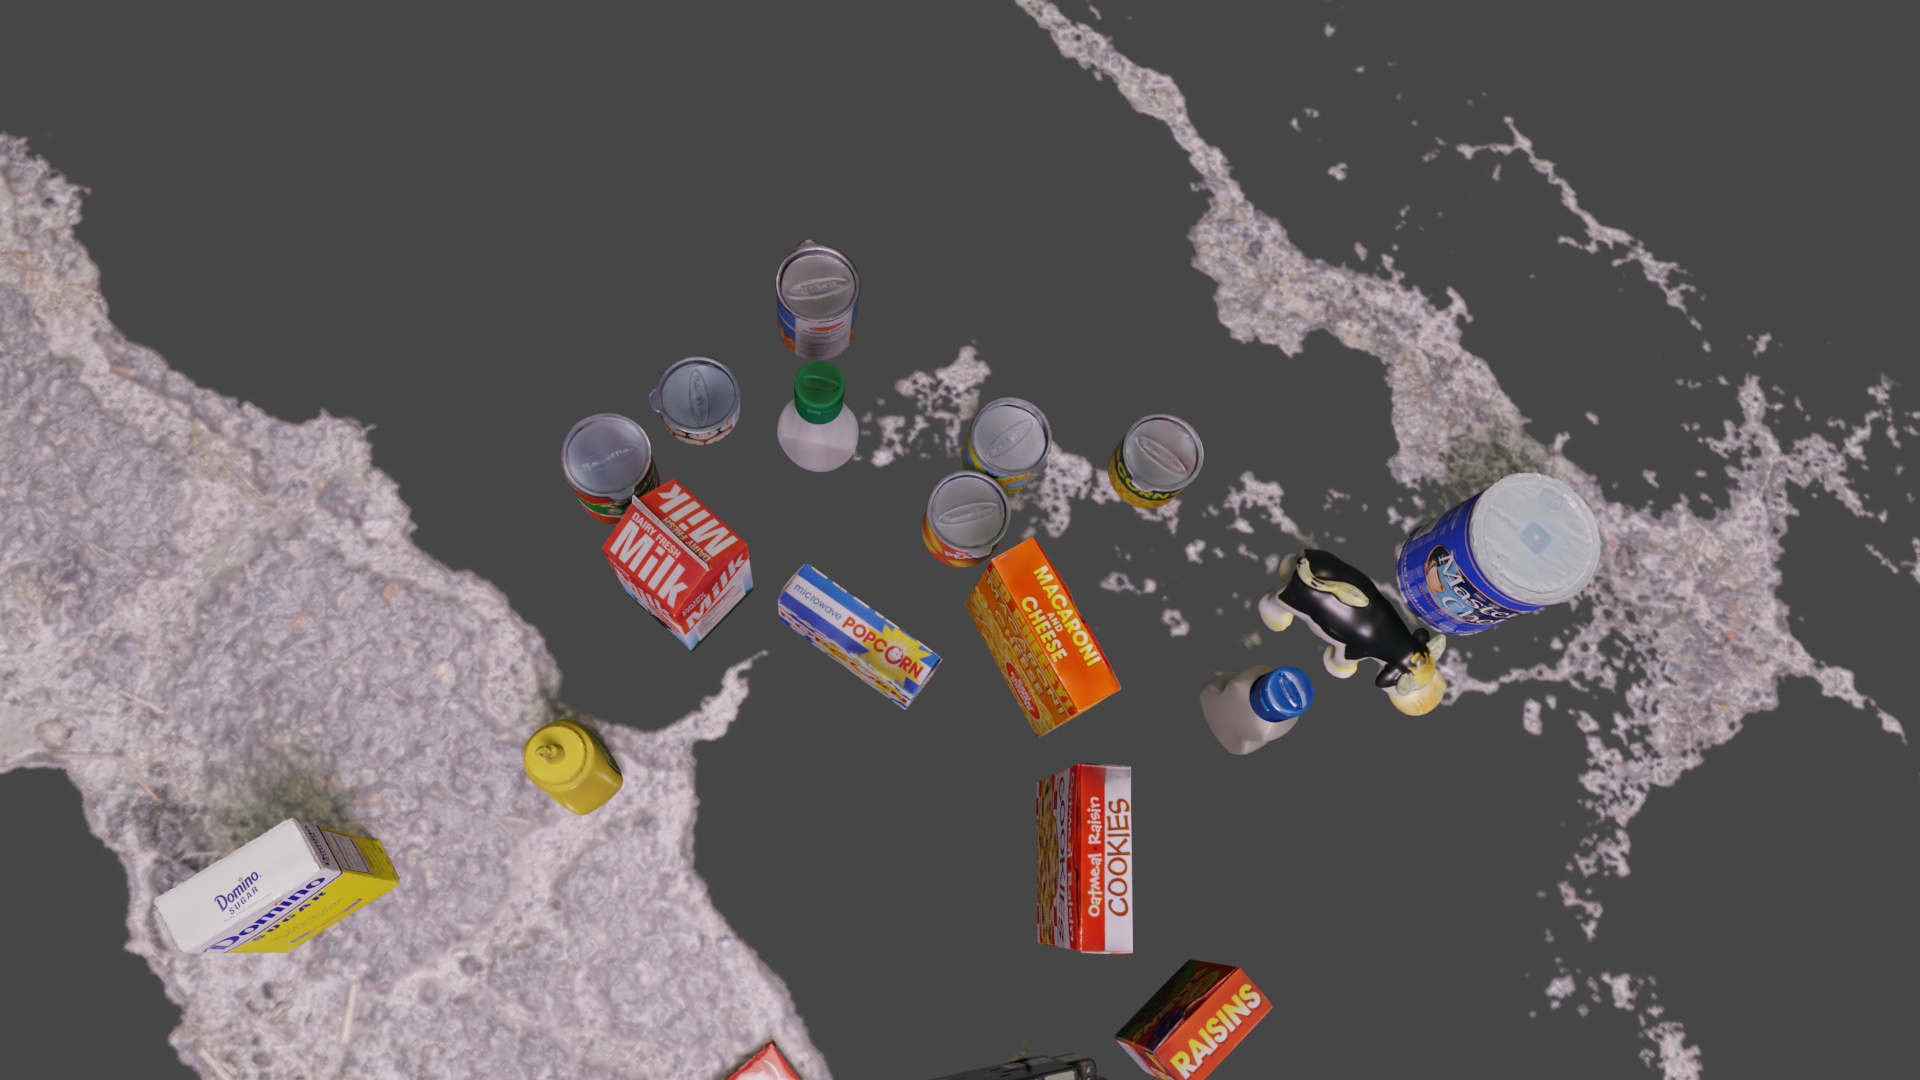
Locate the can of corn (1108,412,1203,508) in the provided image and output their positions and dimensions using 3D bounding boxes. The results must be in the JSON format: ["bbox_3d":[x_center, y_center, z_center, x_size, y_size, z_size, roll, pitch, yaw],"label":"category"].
[{"bbox_3d":[0.157,-0.062,1.137,0.071,0.058,0.071,2,75,-6],"label":"can of corn"}]

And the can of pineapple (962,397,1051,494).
[{"bbox_3d":[0.037,-0.074,1.126,0.071,0.057,0.071,2,75,-6],"label":"can of pineapple"}]

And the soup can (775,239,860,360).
[{"bbox_3d":[-0.116,-0.193,1.125,0.071,0.083,0.071,2,76,-6],"label":"soup can"}]

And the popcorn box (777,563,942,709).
[{"bbox_3d":[-0.079,0.074,1.059,0.127,0.085,0.038,35,75,3],"label":"popcorn box"}]

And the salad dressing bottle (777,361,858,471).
[{"bbox_3d":[-0.109,-0.094,1.067,0.064,0.147,0.044,12,75,-4],"label":"salad dressing bottle"}]

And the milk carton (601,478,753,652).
[{"bbox_3d":[-0.202,0.017,1.004,0.072,0.190,0.073,42,75,4],"label":"milk carton"}]

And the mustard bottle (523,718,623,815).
[{"bbox_3d":[-0.275,0.156,0.974,0.049,0.160,0.065,-38,83,-14],"label":"mustard bottle"}]

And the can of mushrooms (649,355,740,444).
[{"bbox_3d":[-0.213,-0.112,1.118,0.071,0.033,0.071,2,75,-7],"label":"can of mushrooms"}]

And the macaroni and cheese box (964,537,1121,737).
[{"bbox_3d":[0.057,0.075,1.033,0.040,0.166,0.124,-28,81,-13],"label":"macaroni and cheese box"}]

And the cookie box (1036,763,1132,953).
[{"bbox_3d":[0.085,0.229,0.996,0.040,0.167,0.123,2,76,-6],"label":"cookie box"}]

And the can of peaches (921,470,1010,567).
[{"bbox_3d":[0.004,-0.014,1.106,0.071,0.058,0.071,2,75,-6],"label":"can of peaches"}]

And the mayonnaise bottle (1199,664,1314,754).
[{"bbox_3d":[0.225,0.124,1.050,0.041,0.147,0.065,-25,80,-12],"label":"mayonnaise bottle"}]

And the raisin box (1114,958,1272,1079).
[{"bbox_3d":[0.165,0.345,0.998,0.086,0.123,0.040,-40,84,-14],"label":"raisin box"}]

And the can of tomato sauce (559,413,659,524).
[{"bbox_3d":[-0.267,-0.052,1.070,0.071,0.083,0.071,2,76,-6],"label":"can of tomato sauce"}]
